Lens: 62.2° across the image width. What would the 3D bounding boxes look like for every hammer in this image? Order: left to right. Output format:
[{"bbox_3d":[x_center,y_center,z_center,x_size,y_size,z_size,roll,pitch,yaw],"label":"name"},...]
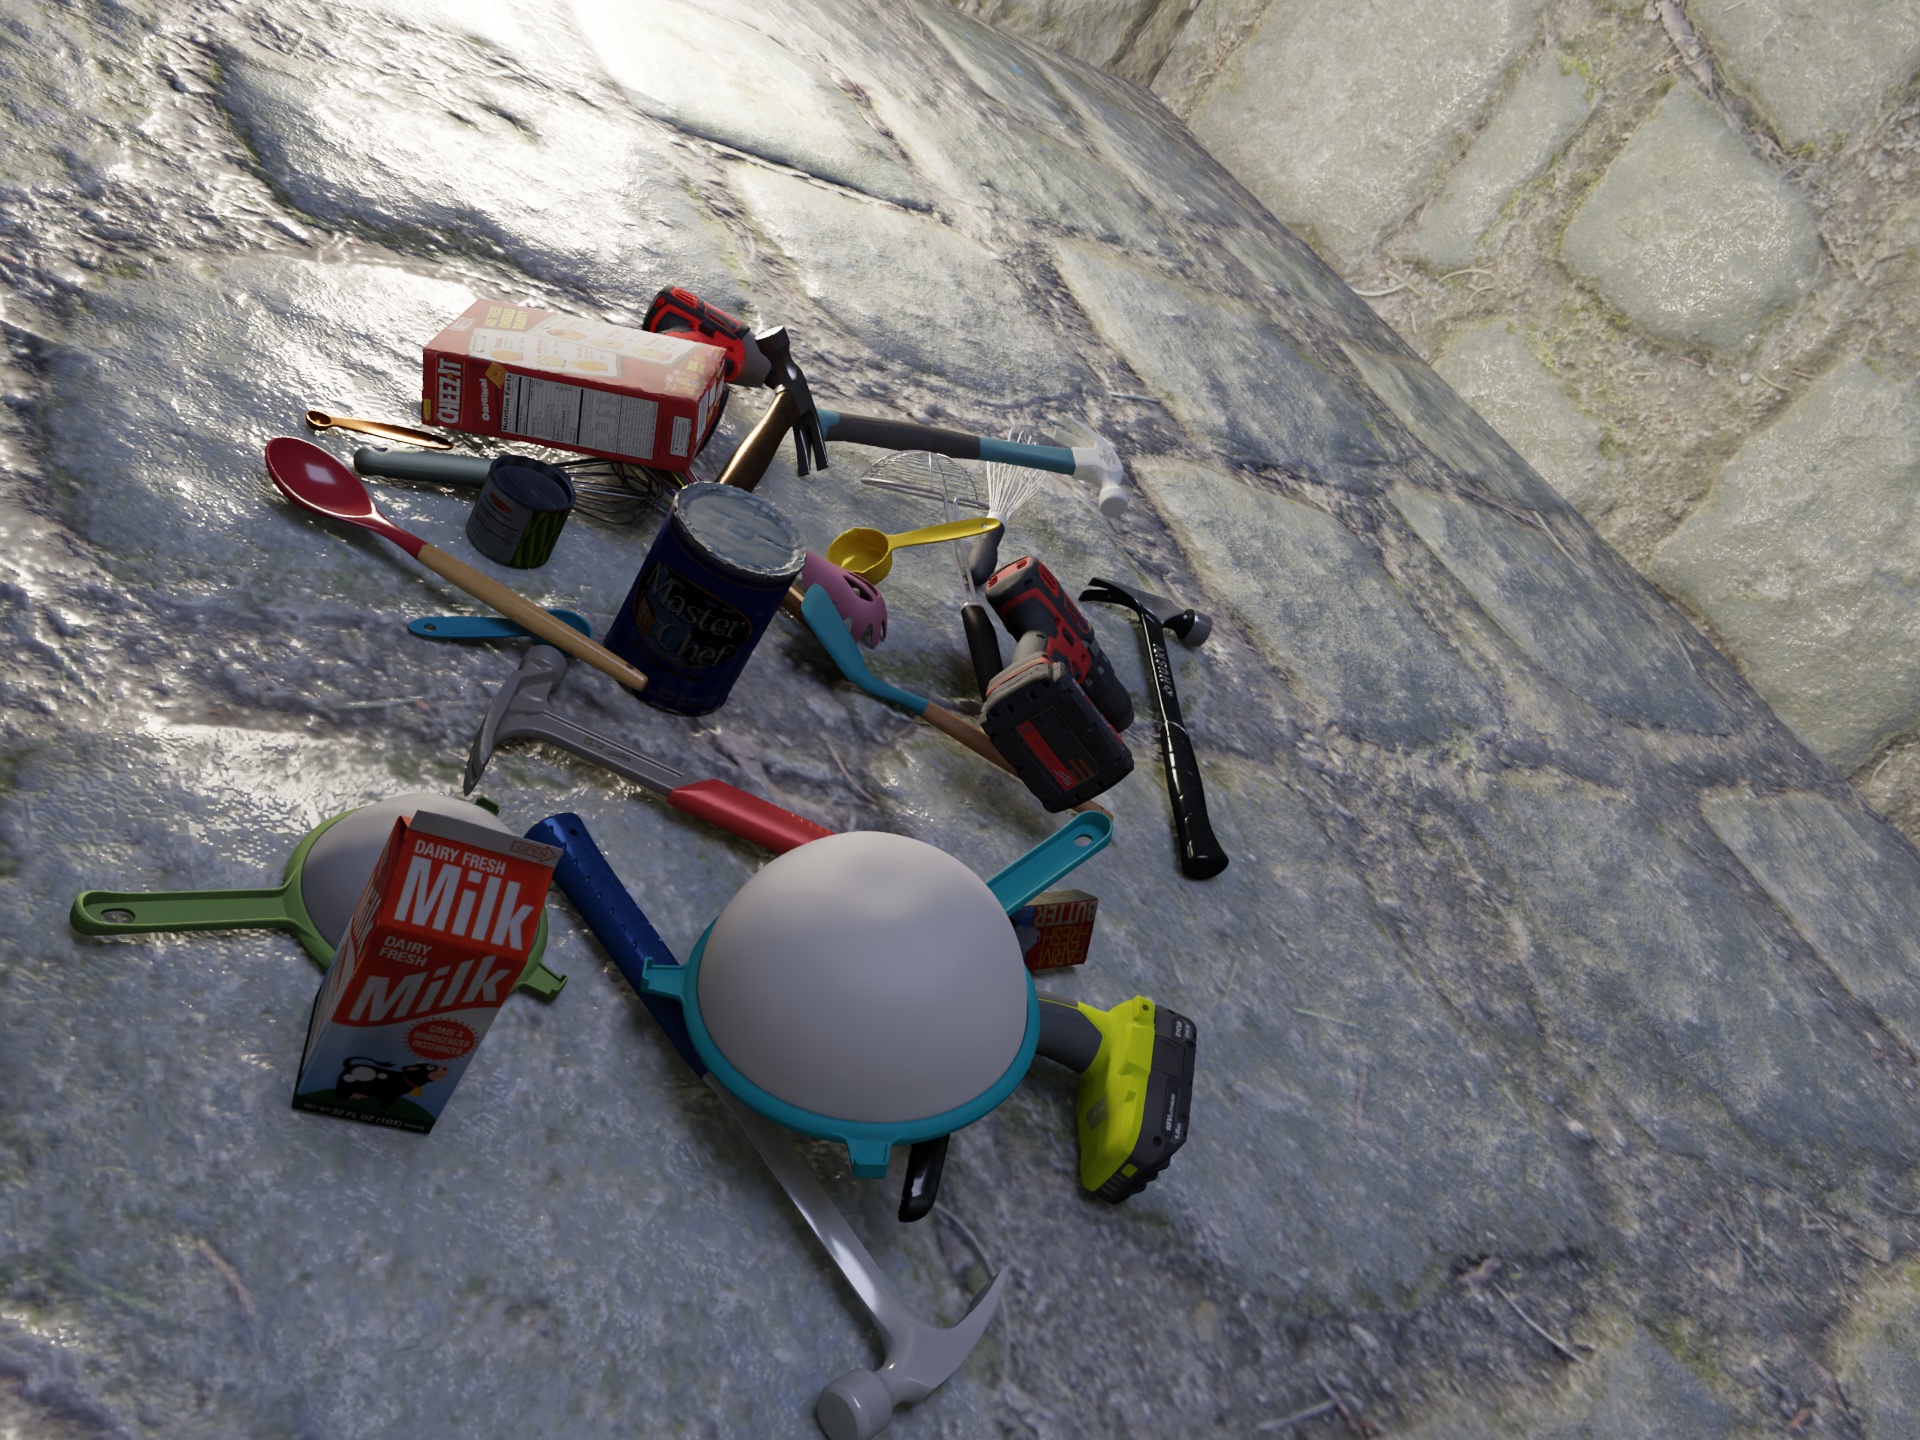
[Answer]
[{"bbox_3d":[-0.152,0.068,1.085,0.359,0.036,0.149,26,31,-13],"label":"hammer"},{"bbox_3d":[-0.129,0.210,0.923,0.144,0.035,0.406,-13,55,-49],"label":"hammer"},{"bbox_3d":[-0.175,-0.236,1.390,0.331,0.031,0.130,-76,147,-59],"label":"hammer"},{"bbox_3d":[0.004,-0.277,1.607,0.331,0.033,0.128,6,46,-14],"label":"hammer"},{"bbox_3d":[0.196,-0.002,1.497,0.149,0.036,0.409,22,35,-18],"label":"hammer"}]

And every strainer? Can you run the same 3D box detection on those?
[{"bbox_3d":[-0.337,0.085,0.867,0.256,0.069,0.152,3,44,-42],"label":"strainer"},{"bbox_3d":[-0.009,0.107,0.952,0.211,0.095,0.340,33,43,28],"label":"strainer"}]

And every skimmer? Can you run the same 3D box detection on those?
[{"bbox_3d":[-0.010,-0.123,1.449,0.127,0.090,0.364,10,45,-25],"label":"skimmer"}]

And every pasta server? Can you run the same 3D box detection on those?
[{"bbox_3d":[-0.191,-0.168,1.376,0.316,0.040,0.060,34,32,6],"label":"pasta server"}]

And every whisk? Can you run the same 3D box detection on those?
[{"bbox_3d":[-0.346,-0.189,1.243,0.246,0.059,0.058,2,24,-34],"label":"whisk"},{"bbox_3d":[-0.200,-0.156,1.333,0.245,0.047,0.051,42,31,5],"label":"whisk"},{"bbox_3d":[0.042,-0.214,1.622,0.070,0.070,0.285,29,38,-8],"label":"whisk"}]

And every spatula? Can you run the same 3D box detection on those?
[{"bbox_3d":[-0.002,-0.004,1.312,0.317,0.044,0.082,32,20,-7],"label":"spatula"}]

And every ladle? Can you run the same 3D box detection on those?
[{"bbox_3d":[-0.355,-0.106,1.118,0.315,0.031,0.069,31,27,3],"label":"ladle"}]

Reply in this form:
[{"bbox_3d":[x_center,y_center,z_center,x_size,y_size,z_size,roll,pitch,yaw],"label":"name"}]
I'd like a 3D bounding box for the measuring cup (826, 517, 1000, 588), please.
[{"bbox_3d":[-0.040,-0.152,1.411,0.156,0.029,0.062,-12,47,-3],"label":"measuring cup"}]

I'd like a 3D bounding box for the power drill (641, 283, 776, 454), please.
[{"bbox_3d":[-0.250,-0.329,1.488,0.143,0.078,0.220,30,30,-8],"label":"power drill"}]

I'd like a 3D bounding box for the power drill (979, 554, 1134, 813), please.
[{"bbox_3d":[0.090,-0.020,1.328,0.187,0.080,0.227,51,20,-24],"label":"power drill"}]

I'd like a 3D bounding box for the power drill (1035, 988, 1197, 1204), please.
[{"bbox_3d":[0.034,0.215,1.031,0.223,0.080,0.171,26,39,-8],"label":"power drill"}]

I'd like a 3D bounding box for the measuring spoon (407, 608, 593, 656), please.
[{"bbox_3d":[-0.325,-0.059,1.123,0.128,0.021,0.042,0,46,-30],"label":"measuring spoon"}]

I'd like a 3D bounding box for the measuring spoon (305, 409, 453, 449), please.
[{"bbox_3d":[-0.447,-0.220,1.226,0.116,0.011,0.021,5,41,-44],"label":"measuring spoon"}]
